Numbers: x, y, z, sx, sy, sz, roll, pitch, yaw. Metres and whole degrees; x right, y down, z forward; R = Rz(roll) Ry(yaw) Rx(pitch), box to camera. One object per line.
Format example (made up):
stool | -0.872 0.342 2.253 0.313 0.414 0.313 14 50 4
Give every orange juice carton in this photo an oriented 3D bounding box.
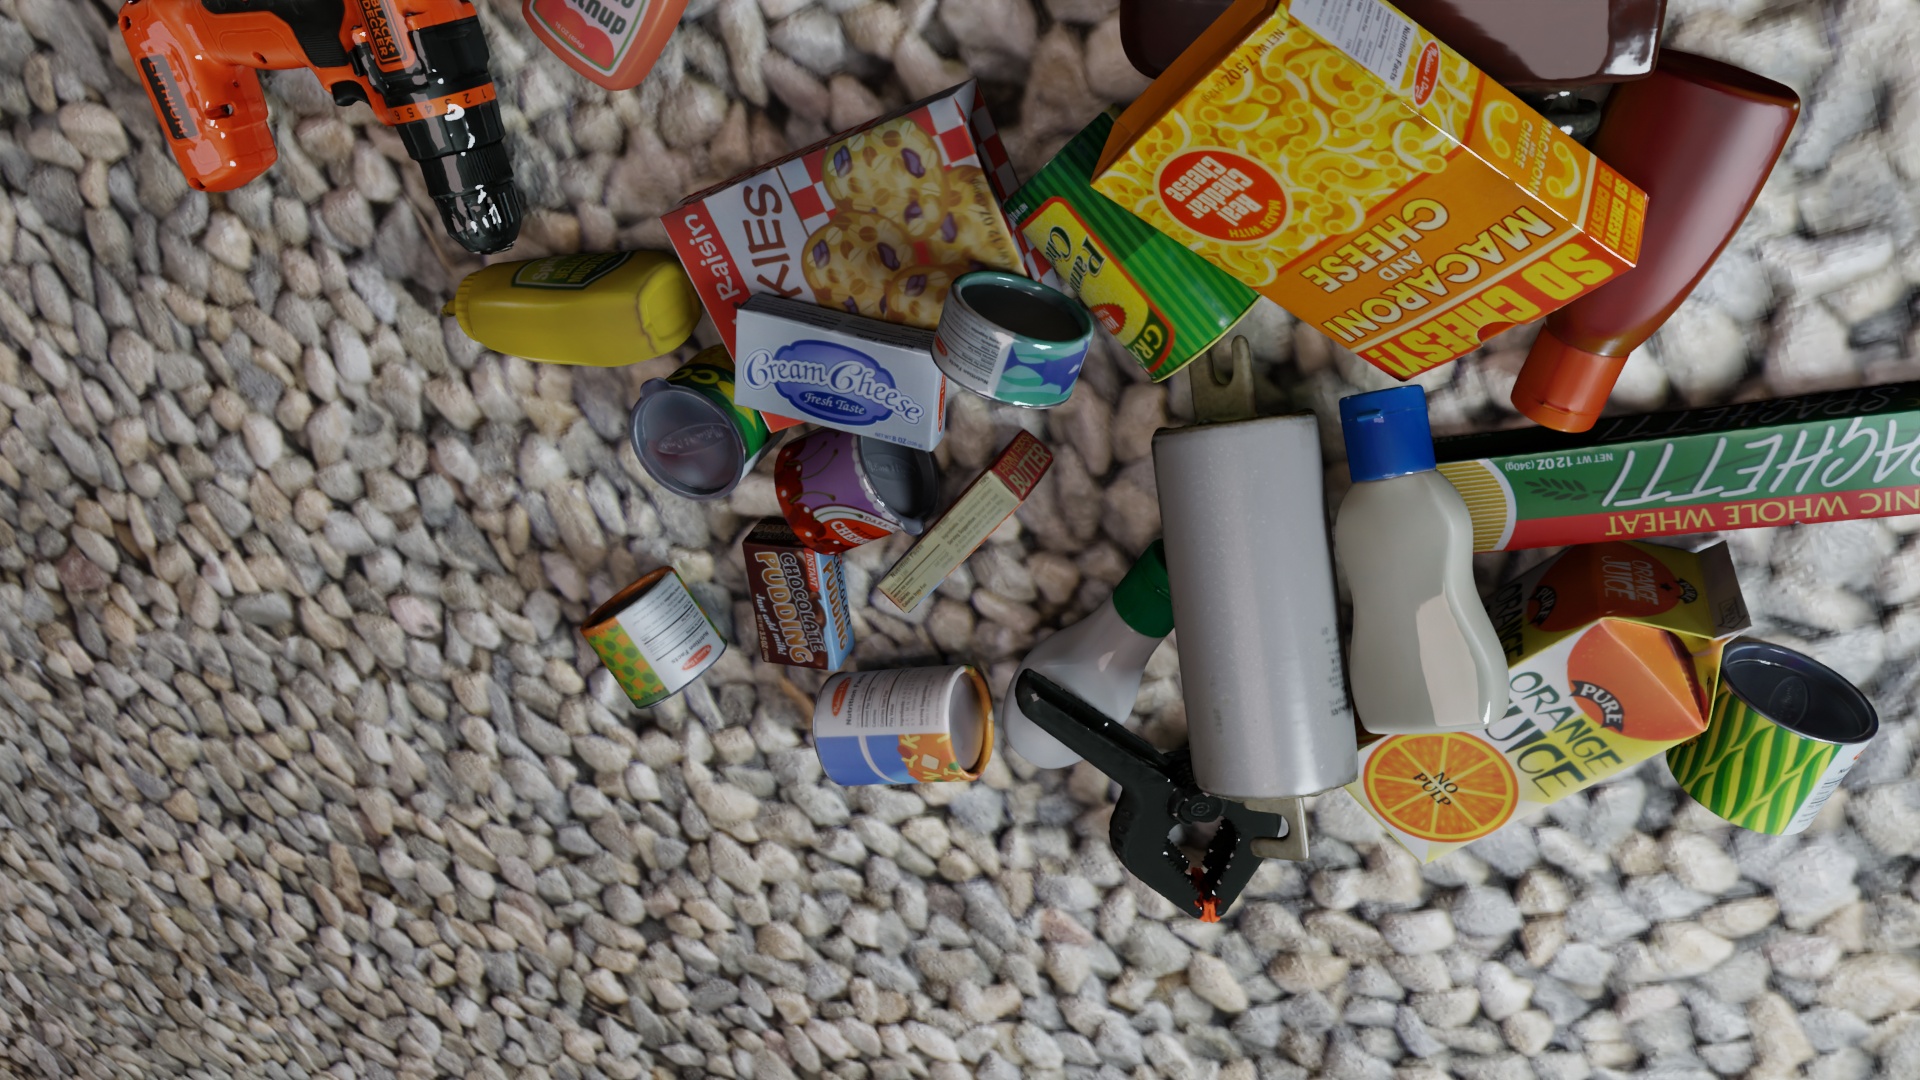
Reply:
orange juice carton | 0.269 0.067 0.641 0.073 0.072 0.192 44 126 -8

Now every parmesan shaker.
parmesan shaker | 0.075 -0.129 0.608 0.103 0.072 0.071 47 125 -7

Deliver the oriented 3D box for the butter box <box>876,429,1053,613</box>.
butter box | 0.003 -0.009 0.716 0.024 0.053 0.103 43 125 -3

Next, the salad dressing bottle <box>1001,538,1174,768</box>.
salad dressing bottle | 0.076 0.061 0.734 0.064 0.044 0.147 34 124 -2

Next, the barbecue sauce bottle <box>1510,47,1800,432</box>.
barbecue sauce bottle | 0.266 -0.114 0.552 0.065 0.044 0.147 24 126 16

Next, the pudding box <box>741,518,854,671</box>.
pudding box | -0.091 0.031 0.792 0.049 0.030 0.083 6 121 18

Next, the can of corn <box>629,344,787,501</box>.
can of corn | -0.132 -0.065 0.733 0.071 0.058 0.070 10 123 17

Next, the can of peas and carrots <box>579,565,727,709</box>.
can of peas and carrots | -0.183 0.057 0.823 0.071 0.071 0.058 -23 108 31

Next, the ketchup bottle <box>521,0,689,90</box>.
ketchup bottle | -0.139 -0.277 0.619 0.064 0.044 0.148 41 125 -5

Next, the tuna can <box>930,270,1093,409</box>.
tuna can | 0.025 -0.089 0.606 0.071 0.071 0.032 24 123 7

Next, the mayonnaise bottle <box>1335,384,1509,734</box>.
mayonnaise bottle | 0.195 0.008 0.603 0.064 0.041 0.148 -9 91 37

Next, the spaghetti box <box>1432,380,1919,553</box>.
spaghetti box | 0.311 -0.030 0.593 0.250 0.029 0.050 -6 117 25

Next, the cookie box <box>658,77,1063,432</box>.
cookie box | -0.046 -0.132 0.670 0.167 0.040 0.122 -14 114 27

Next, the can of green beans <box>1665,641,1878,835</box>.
can of green beans | 0.360 0.088 0.621 0.071 0.071 0.057 19 125 11

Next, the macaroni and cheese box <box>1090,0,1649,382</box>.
macaroni and cheese box | 0.152 -0.134 0.533 0.166 0.040 0.123 29 155 -15

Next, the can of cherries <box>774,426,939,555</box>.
can of cherries | -0.053 -0.029 0.716 0.058 0.072 0.071 -20 110 30

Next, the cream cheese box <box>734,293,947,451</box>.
cream cheese box | -0.057 -0.081 0.664 0.104 0.024 0.053 14 123 13

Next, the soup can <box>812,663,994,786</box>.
soup can | -0.030 0.107 0.791 0.083 0.072 0.071 -6 117 25

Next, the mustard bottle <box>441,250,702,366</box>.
mustard bottle | -0.217 -0.123 0.731 0.160 0.066 0.048 4 125 24
